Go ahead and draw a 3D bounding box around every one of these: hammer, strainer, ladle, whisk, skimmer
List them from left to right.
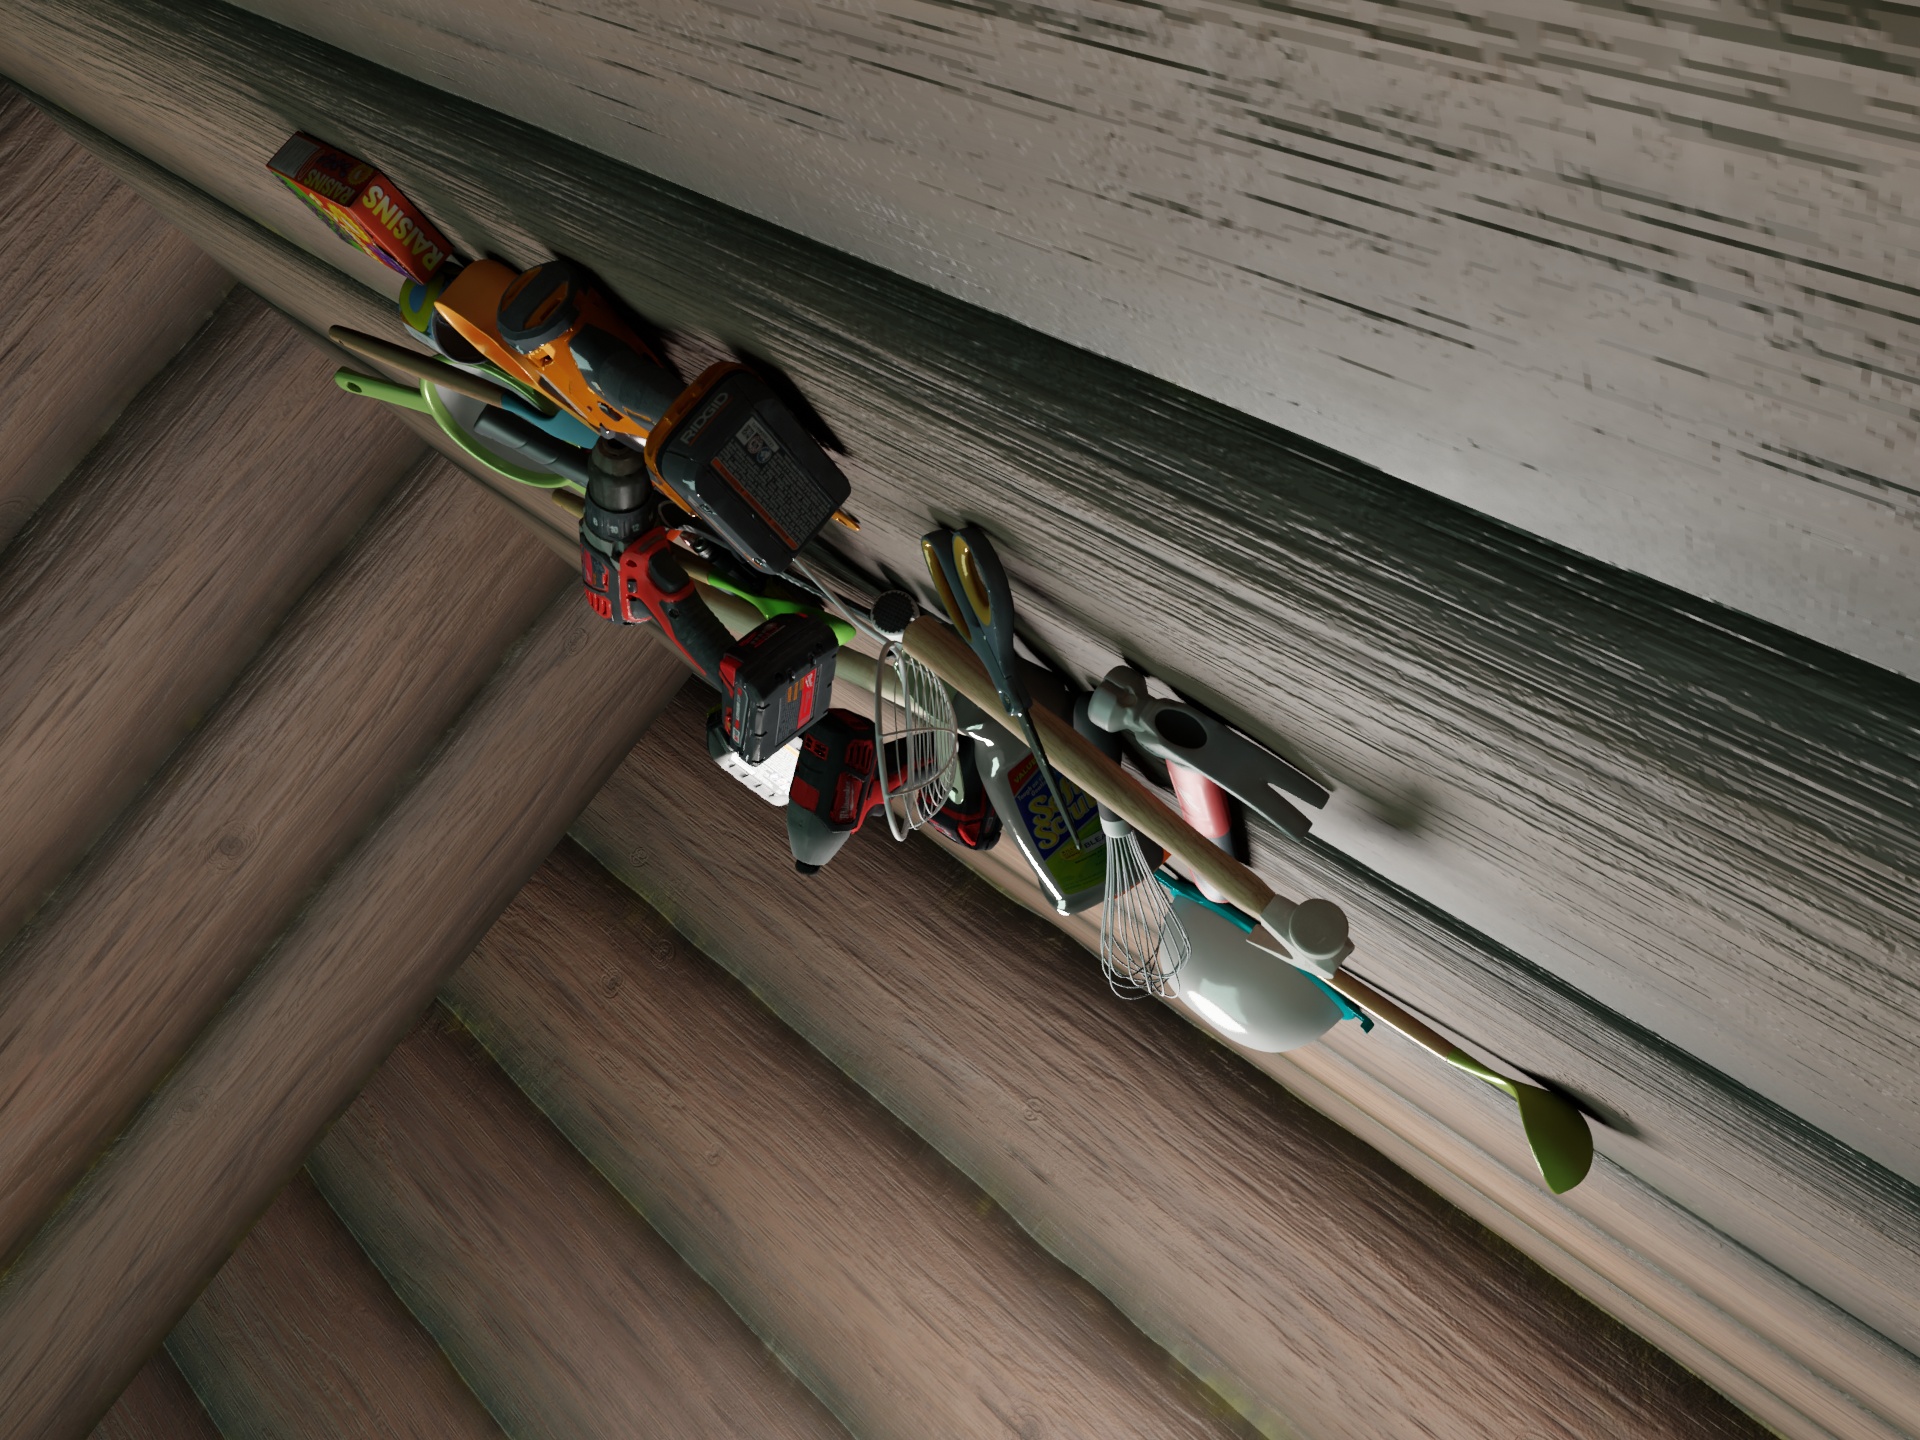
[{"bbox_3d":[-0.419,-0.284,1.356,0.256,0.069,0.151,17,151,21],"label":"strainer"},{"bbox_3d":[-0.209,-0.154,1.261,0.409,0.036,0.149,28,174,7],"label":"hammer"},{"bbox_3d":[-0.124,-0.080,1.067,0.363,0.090,0.127,47,175,17],"label":"skimmer"},{"bbox_3d":[-0.113,-0.054,1.303,0.411,0.038,0.146,24,176,9],"label":"hammer"},{"bbox_3d":[0.093,0.041,0.948,0.331,0.031,0.130,39,174,21],"label":"hammer"},{"bbox_3d":[0.116,0.092,1.110,0.070,0.070,0.284,30,146,44],"label":"whisk"},{"bbox_3d":[0.216,0.215,1.517,0.340,0.095,0.211,37,173,-8],"label":"strainer"},{"bbox_3d":[0.177,0.074,1.054,0.143,0.038,0.386,33,172,21],"label":"hammer"},{"bbox_3d":[0.367,0.264,1.276,0.320,0.062,0.078,33,172,47],"label":"ladle"}]

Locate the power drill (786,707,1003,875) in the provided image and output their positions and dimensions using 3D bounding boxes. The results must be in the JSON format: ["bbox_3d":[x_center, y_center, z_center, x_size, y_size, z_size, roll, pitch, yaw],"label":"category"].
[{"bbox_3d":[-0.055,0.061,1.378,0.219,0.143,0.079,-1,-158,-45],"label":"power drill"}]

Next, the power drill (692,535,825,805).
[{"bbox_3d":[-0.175,-0.052,1.413,0.171,0.080,0.223,43,-152,-49],"label":"power drill"}]

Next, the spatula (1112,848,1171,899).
[{"bbox_3d":[0.080,0.027,1.189,0.041,0.081,0.322,49,177,42],"label":"spatula"}]

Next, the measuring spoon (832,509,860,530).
[{"bbox_3d":[-0.112,-0.154,1.102,0.117,0.011,0.021,33,171,33],"label":"measuring spoon"}]

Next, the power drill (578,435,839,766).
[{"bbox_3d":[-0.195,-0.094,1.163,0.227,0.080,0.187,42,150,16],"label":"power drill"}]

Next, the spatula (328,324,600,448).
[{"bbox_3d":[-0.366,-0.266,1.240,0.318,0.044,0.082,23,164,19],"label":"spatula"}]

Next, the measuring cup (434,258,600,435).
[{"bbox_3d":[-0.288,-0.259,1.137,0.173,0.052,0.095,38,173,-19],"label":"measuring cup"}]

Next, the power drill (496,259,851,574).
[{"bbox_3d":[-0.171,-0.180,0.971,0.227,0.084,0.164,37,175,35],"label":"power drill"}]

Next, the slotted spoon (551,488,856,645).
[{"bbox_3d":[-0.212,-0.122,1.254,0.314,0.031,0.070,28,173,27],"label":"slotted spoon"}]

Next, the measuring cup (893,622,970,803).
[{"bbox_3d":[-0.002,-0.004,1.188,0.083,0.038,0.167,25,143,28],"label":"measuring cup"}]
